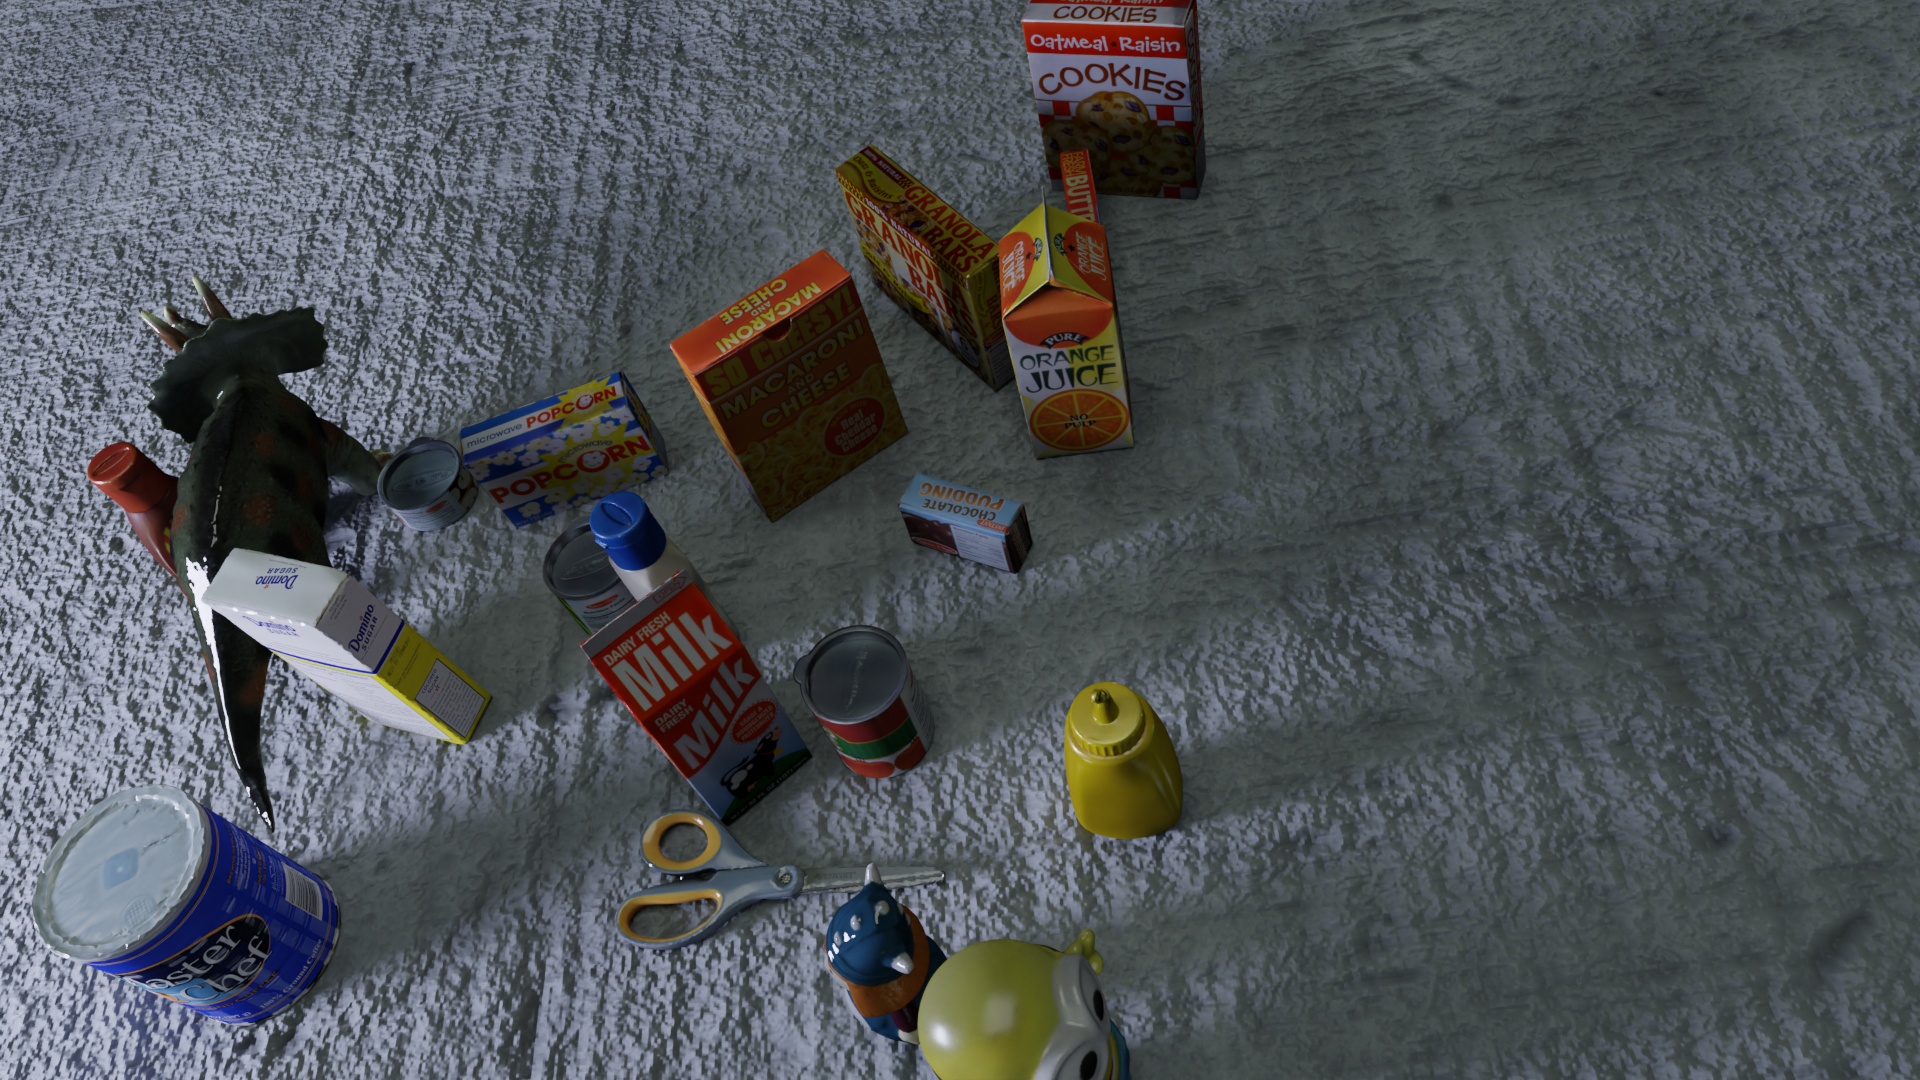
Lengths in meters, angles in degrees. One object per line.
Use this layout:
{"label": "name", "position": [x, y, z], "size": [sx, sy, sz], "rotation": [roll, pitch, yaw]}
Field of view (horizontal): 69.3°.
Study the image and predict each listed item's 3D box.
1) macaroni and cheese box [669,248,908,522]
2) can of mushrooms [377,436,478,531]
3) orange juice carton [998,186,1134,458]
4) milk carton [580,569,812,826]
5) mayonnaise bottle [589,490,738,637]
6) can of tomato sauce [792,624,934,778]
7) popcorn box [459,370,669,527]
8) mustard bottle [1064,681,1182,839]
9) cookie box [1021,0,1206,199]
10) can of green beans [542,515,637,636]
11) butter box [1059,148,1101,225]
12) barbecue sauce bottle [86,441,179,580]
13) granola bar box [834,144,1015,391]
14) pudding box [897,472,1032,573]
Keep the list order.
{"label": "macaroni and cheese box", "position": [-0.112, -0.103, 0.958], "size": [0.124, 0.165, 0.040], "rotation": [-35, 56, -11]}
{"label": "can of mushrooms", "position": [-0.408, -0.044, 1.067], "size": [0.071, 0.033, 0.071], "rotation": [-6, 55, 9]}
{"label": "orange juice carton", "position": [0.070, -0.142, 0.928], "size": [0.073, 0.191, 0.072], "rotation": [-7, 56, 9]}
{"label": "milk carton", "position": [-0.159, 0.088, 0.825], "size": [0.072, 0.189, 0.073], "rotation": [-39, 57, -14]}
{"label": "mayonnaise bottle", "position": [-0.194, 0.024, 0.902], "size": [0.065, 0.147, 0.041], "rotation": [31, 68, 29]}
{"label": "can of tomato sauce", "position": [-0.058, 0.101, 0.858], "size": [0.071, 0.082, 0.071], "rotation": [-6, 56, 9]}
{"label": "popcorn box", "position": [-0.290, -0.066, 1.024], "size": [0.127, 0.085, 0.038], "rotation": [-20, 55, -1]}
{"label": "mustard bottle", "position": [0.087, 0.117, 0.768], "size": [0.065, 0.159, 0.049], "rotation": [-7, 56, 9]}
{"label": "cookie box", "position": [0.121, -0.340, 1.066], "size": [0.123, 0.166, 0.040], "rotation": [9, 59, 18]}
{"label": "can of green beans", "position": [-0.248, 0.028, 0.967], "size": [0.071, 0.057, 0.071], "rotation": [-6, 55, 9]}
{"label": "butter box", "position": [0.097, -0.251, 1.082], "size": [0.024, 0.053, 0.104], "rotation": [-9, 55, 7]}
{"label": "barbecue sauce bottle", "position": [-0.570, -0.014, 1.013], "size": [0.044, 0.148, 0.065], "rotation": [36, 71, 30]}
{"label": "granola bar box", "position": [-0.019, -0.203, 1.031], "size": [0.039, 0.123, 0.166], "rotation": [-37, 56, -12]}
{"label": "pudding box", "position": [0.003, -0.012, 0.942], "size": [0.084, 0.049, 0.030], "rotation": [16, 62, 22]}
